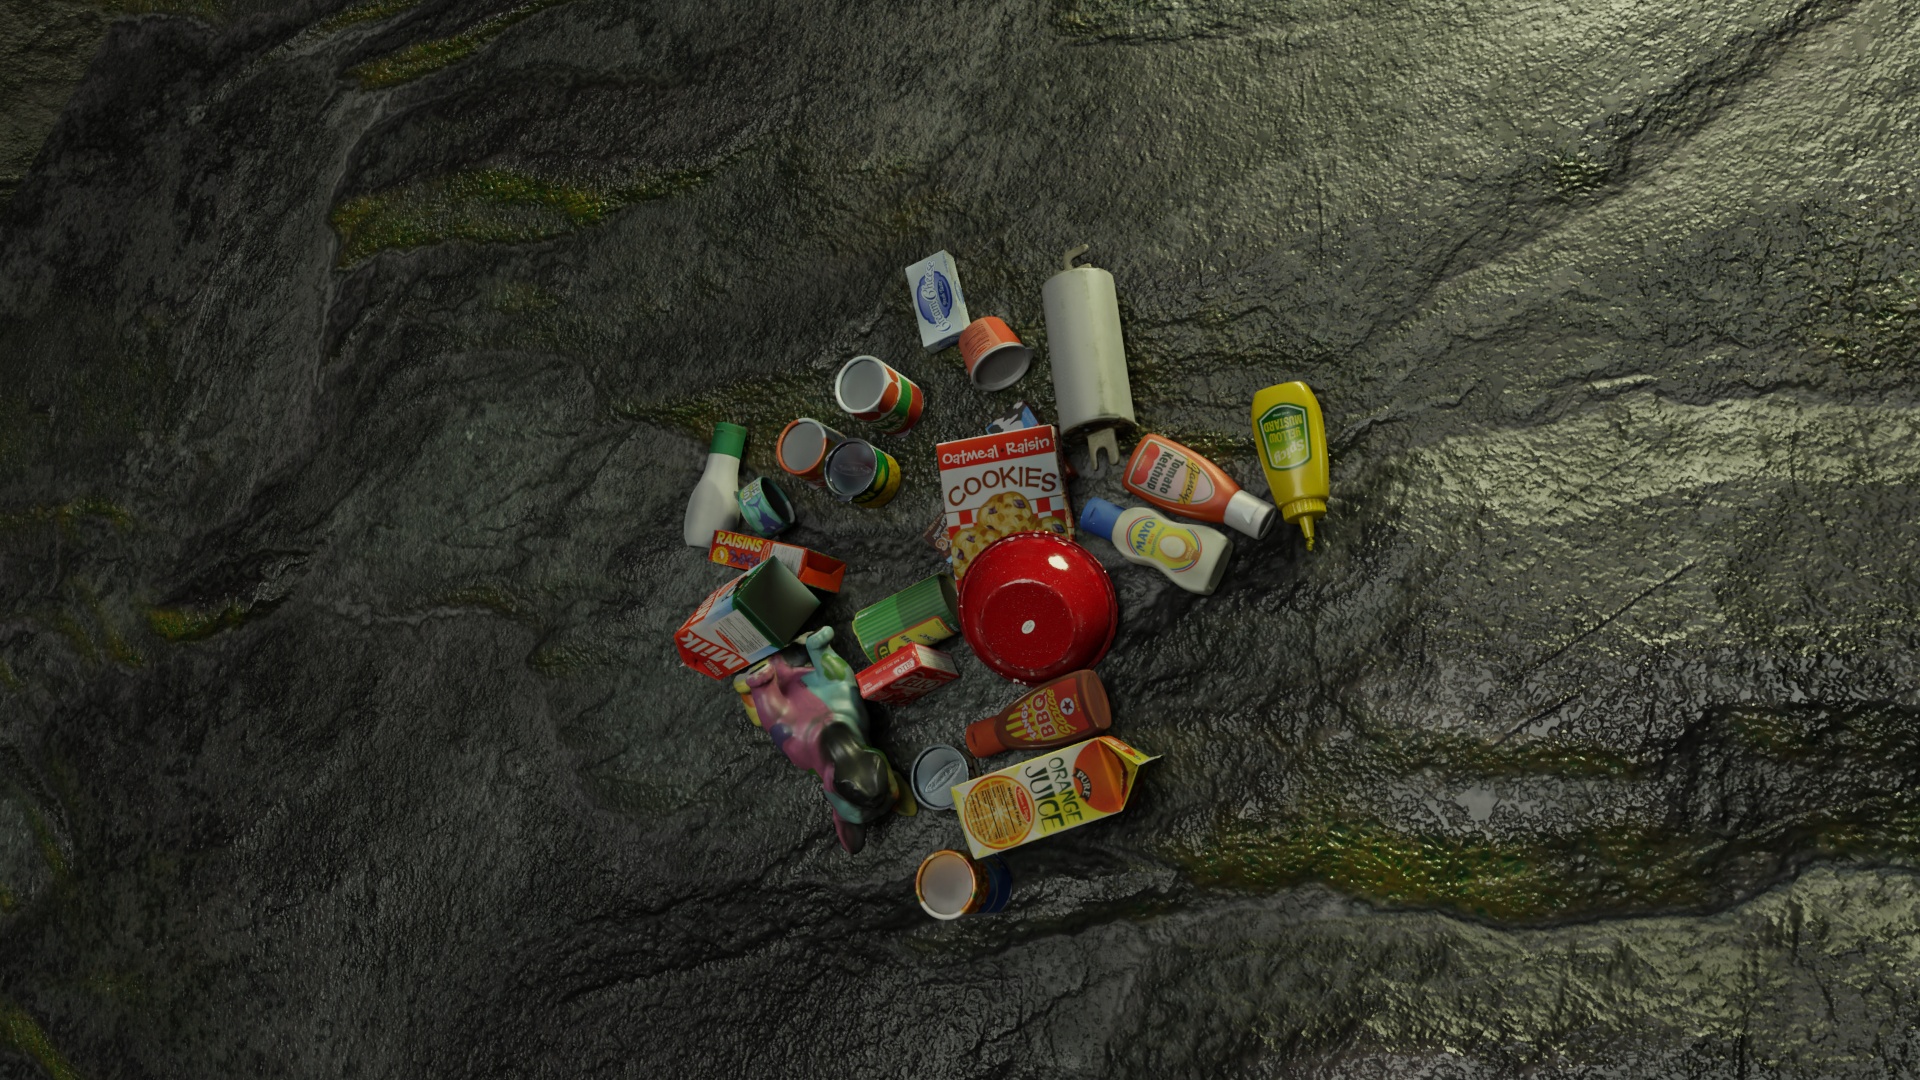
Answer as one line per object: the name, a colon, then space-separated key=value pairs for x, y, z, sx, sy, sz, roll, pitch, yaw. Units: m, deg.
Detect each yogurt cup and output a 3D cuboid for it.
yogurt cup: x=0.033 y=-0.200 z=1.472 sx=0.072 sy=0.072 sz=0.054 roll=-37 pitch=57 yaw=14

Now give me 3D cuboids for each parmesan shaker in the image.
parmesan shaker: x=-0.050 y=0.082 z=1.438 sx=0.103 sy=0.071 sz=0.071 roll=-27 pitch=68 yaw=18

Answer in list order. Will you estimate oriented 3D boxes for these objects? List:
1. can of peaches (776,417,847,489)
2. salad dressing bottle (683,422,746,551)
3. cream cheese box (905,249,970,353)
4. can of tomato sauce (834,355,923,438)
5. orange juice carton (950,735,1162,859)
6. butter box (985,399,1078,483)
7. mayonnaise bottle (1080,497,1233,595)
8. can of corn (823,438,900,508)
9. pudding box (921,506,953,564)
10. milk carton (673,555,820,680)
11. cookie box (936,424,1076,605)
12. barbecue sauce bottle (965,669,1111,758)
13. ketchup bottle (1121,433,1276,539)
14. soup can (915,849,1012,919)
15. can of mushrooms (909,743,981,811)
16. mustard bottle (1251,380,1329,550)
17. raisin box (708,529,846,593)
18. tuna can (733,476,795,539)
can of peaches: x=-0.164 y=-0.096 z=1.545 sx=0.071 sy=0.058 sz=0.071 roll=-6 pitch=75 yaw=24
salad dressing bottle: x=-0.279 y=-0.061 z=1.603 sx=0.064 sy=0.044 sz=0.148 roll=5 pitch=79 yaw=29
cream cheese box: x=-0.024 y=-0.264 z=1.537 sx=0.053 sy=0.024 sz=0.104 roll=-22 pitch=69 yaw=22
can of tomato sauce: x=-0.088 y=-0.155 z=1.508 sx=0.071 sy=0.083 sz=0.071 roll=-7 pitch=75 yaw=25
orange juice carton: x=0.097 y=0.236 z=1.315 sx=0.192 sy=0.072 sz=0.073 roll=-21 pitch=78 yaw=12
butter box: x=0.074 y=-0.092 z=1.446 sx=0.053 sy=0.024 sz=0.104 roll=-39 pitch=64 yaw=14
mayonnaise bottle: x=0.188 y=0.000 z=1.358 sx=0.148 sy=0.041 sz=0.064 roll=24 pitch=91 yaw=28
can of corn: x=-0.107 y=-0.070 z=1.510 sx=0.071 sy=0.058 sz=0.071 roll=-6 pitch=75 yaw=25
pudding box: x=0.005 y=-0.018 z=1.459 sx=0.083 sy=0.030 sz=0.050 roll=-50 pitch=63 yaw=8
milk carton: x=-0.240 y=0.090 z=1.493 sx=0.190 sy=0.073 sz=0.073 roll=-28 pitch=20 yaw=47
cookie box: x=0.049 y=-0.026 z=1.405 sx=0.123 sy=0.040 sz=0.167 roll=-9 pitch=87 yaw=15
barbecue sauce bottle: x=0.073 y=0.177 z=1.359 sx=0.148 sy=0.044 sz=0.065 roll=-24 pitch=73 yaw=31
ketchup bottle: x=0.233 y=-0.048 z=1.347 sx=0.149 sy=0.043 sz=0.064 roll=29 pitch=94 yaw=28
soup can: x=0.004 y=0.330 z=1.344 sx=0.071 sy=0.083 sz=0.071 roll=-7 pitch=75 yaw=25
can of mushrooms: x=-0.014 y=0.242 z=1.403 sx=0.071 sy=0.033 sz=0.071 roll=-6 pitch=74 yaw=24
mustard bottle: x=0.317 y=-0.068 z=1.307 sx=0.065 sy=0.049 sz=0.160 roll=-16 pitch=71 yaw=24
raisin box: x=-0.200 y=0.022 z=1.518 sx=0.123 sy=0.086 sz=0.040 roll=11 pitch=85 yaw=28
tuna can: x=-0.218 y=-0.038 z=1.551 sx=0.033 sy=0.071 sz=0.071 roll=-33 pitch=66 yaw=15
